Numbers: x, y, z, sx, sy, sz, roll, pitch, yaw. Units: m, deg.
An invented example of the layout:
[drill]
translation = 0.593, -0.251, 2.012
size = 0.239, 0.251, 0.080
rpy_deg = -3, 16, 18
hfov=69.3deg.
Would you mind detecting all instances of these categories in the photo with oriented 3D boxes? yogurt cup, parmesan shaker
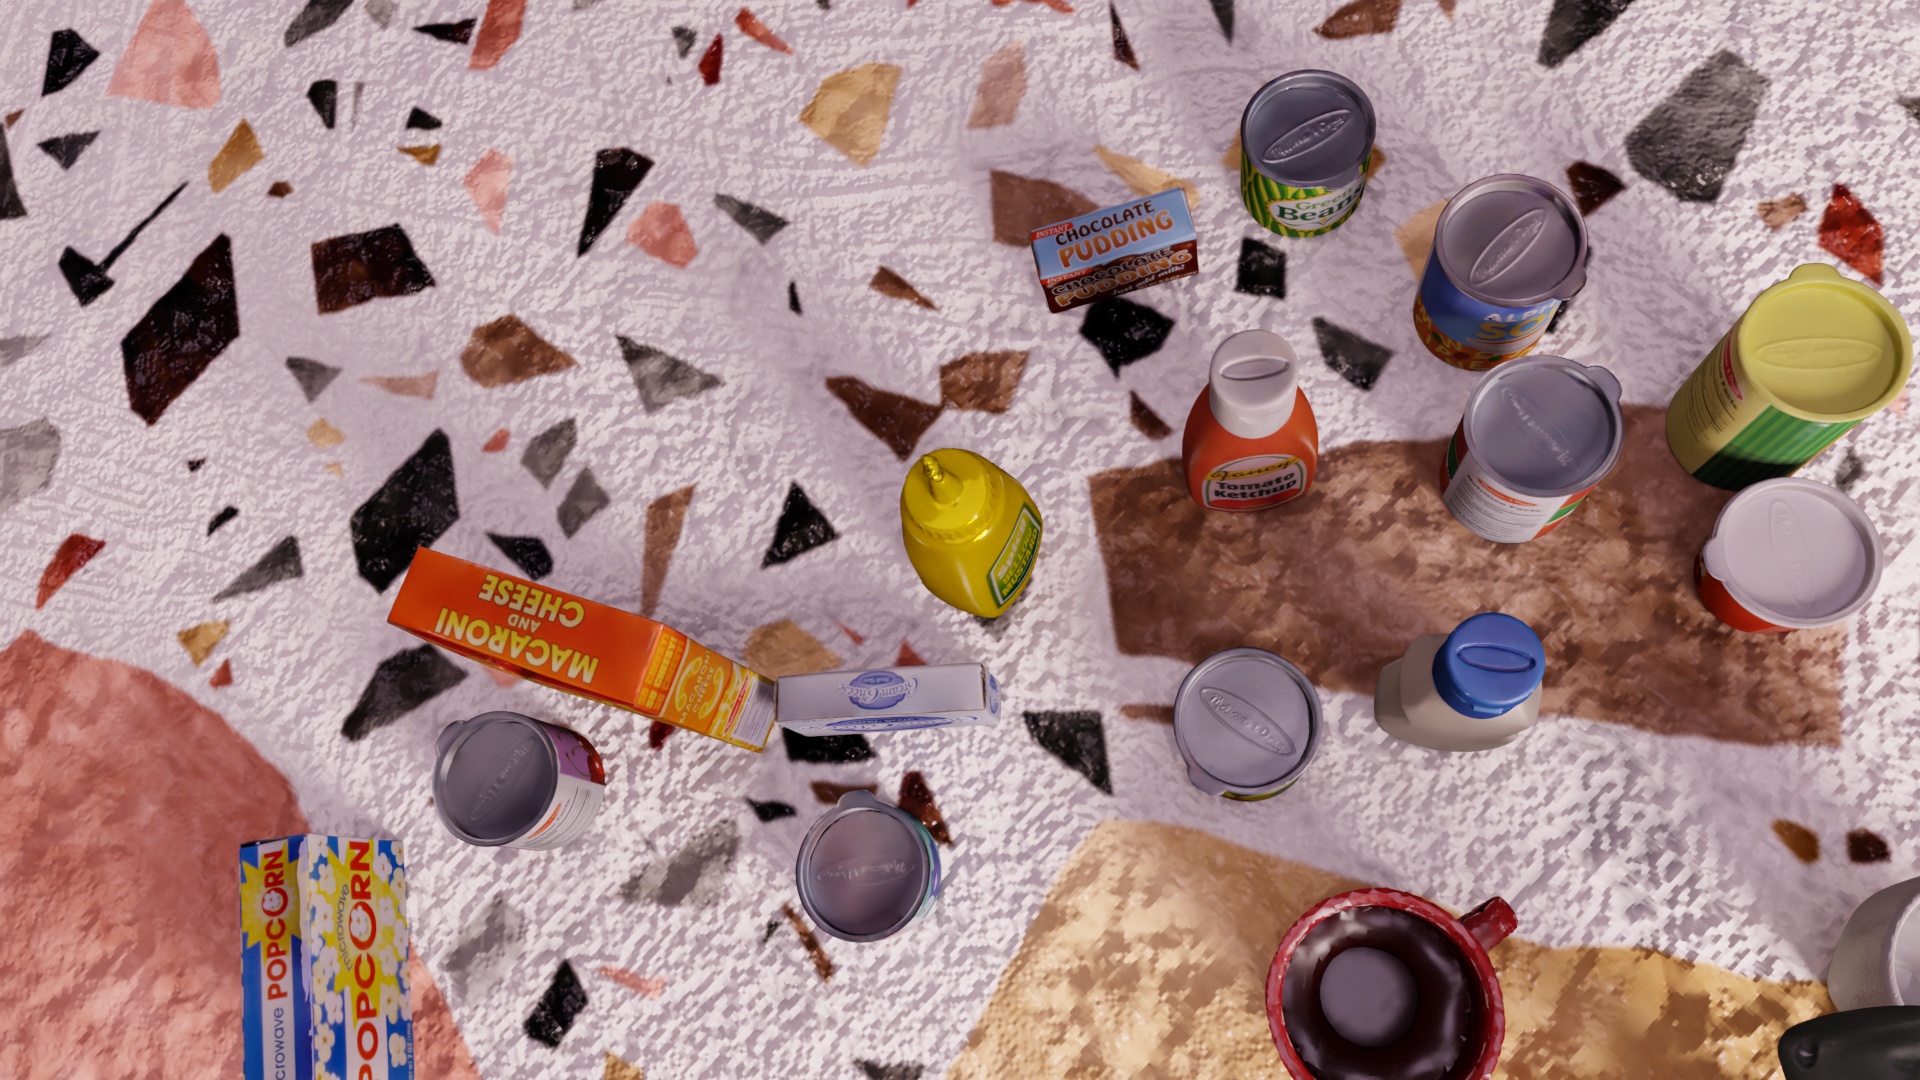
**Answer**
[yogurt cup]
translation = 0.367, 0.011, 0.625
size = 0.072, 0.054, 0.072
rpy_deg = -3, 75, 10
[parmesan shaker]
translation = 0.366, -0.070, 0.621
size = 0.071, 0.103, 0.071
rpy_deg = -3, 75, 10

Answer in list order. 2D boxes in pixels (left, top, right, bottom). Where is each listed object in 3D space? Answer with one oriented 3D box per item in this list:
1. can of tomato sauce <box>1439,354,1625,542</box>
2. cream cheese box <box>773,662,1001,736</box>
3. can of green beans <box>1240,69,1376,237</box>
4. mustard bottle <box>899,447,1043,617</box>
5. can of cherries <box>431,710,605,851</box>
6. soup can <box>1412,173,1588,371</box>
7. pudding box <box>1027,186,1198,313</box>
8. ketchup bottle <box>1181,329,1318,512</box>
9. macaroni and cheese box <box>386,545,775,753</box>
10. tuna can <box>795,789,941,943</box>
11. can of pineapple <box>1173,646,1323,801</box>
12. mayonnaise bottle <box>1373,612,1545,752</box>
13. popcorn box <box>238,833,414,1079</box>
[can of tomato sauce]
translation = 0.263, -0.042, 0.644
size = 0.071, 0.083, 0.071
rpy_deg = -3, 75, 10
[cream cheese box]
translation = -0.034, 0.079, 0.682
size = 0.104, 0.053, 0.024
rpy_deg = -5, 74, 9
[can of green beans]
translation = 0.178, -0.198, 0.716
size = 0.071, 0.057, 0.071
rpy_deg = -3, 75, 10
[mustard bottle]
translation = 0.002, -0.008, 0.643
size = 0.049, 0.160, 0.065
rpy_deg = 24, 81, 16
[can of cherries]
translation = -0.223, 0.121, 0.704
size = 0.071, 0.058, 0.071
rpy_deg = -3, 75, 10
[soup can]
translation = 0.258, -0.124, 0.667
size = 0.071, 0.083, 0.071
rpy_deg = -3, 75, 10
[pudding box]
translation = 0.081, -0.151, 0.726
size = 0.084, 0.049, 0.030
rpy_deg = -15, 73, 7
[ketchup bottle]
translation = 0.133, -0.053, 0.637
size = 0.065, 0.148, 0.043
rpy_deg = -8, 74, 9
[macaroni and cheese box]
translation = -0.167, 0.056, 0.654
size = 0.124, 0.166, 0.040
rpy_deg = 16, 79, 15
[tuna can]
translation = -0.044, 0.158, 0.673
size = 0.071, 0.032, 0.071
rpy_deg = -3, 74, 10
[can of pineapple]
translation = 0.131, 0.088, 0.646
size = 0.071, 0.057, 0.071
rpy_deg = -3, 75, 10
[mayonnaise bottle]
translation = 0.215, 0.062, 0.590
size = 0.065, 0.148, 0.041
rpy_deg = 7, 77, 13
[popcorn box]
translation = -0.310, 0.211, 0.681
size = 0.038, 0.085, 0.127
rpy_deg = -13, 73, 7
